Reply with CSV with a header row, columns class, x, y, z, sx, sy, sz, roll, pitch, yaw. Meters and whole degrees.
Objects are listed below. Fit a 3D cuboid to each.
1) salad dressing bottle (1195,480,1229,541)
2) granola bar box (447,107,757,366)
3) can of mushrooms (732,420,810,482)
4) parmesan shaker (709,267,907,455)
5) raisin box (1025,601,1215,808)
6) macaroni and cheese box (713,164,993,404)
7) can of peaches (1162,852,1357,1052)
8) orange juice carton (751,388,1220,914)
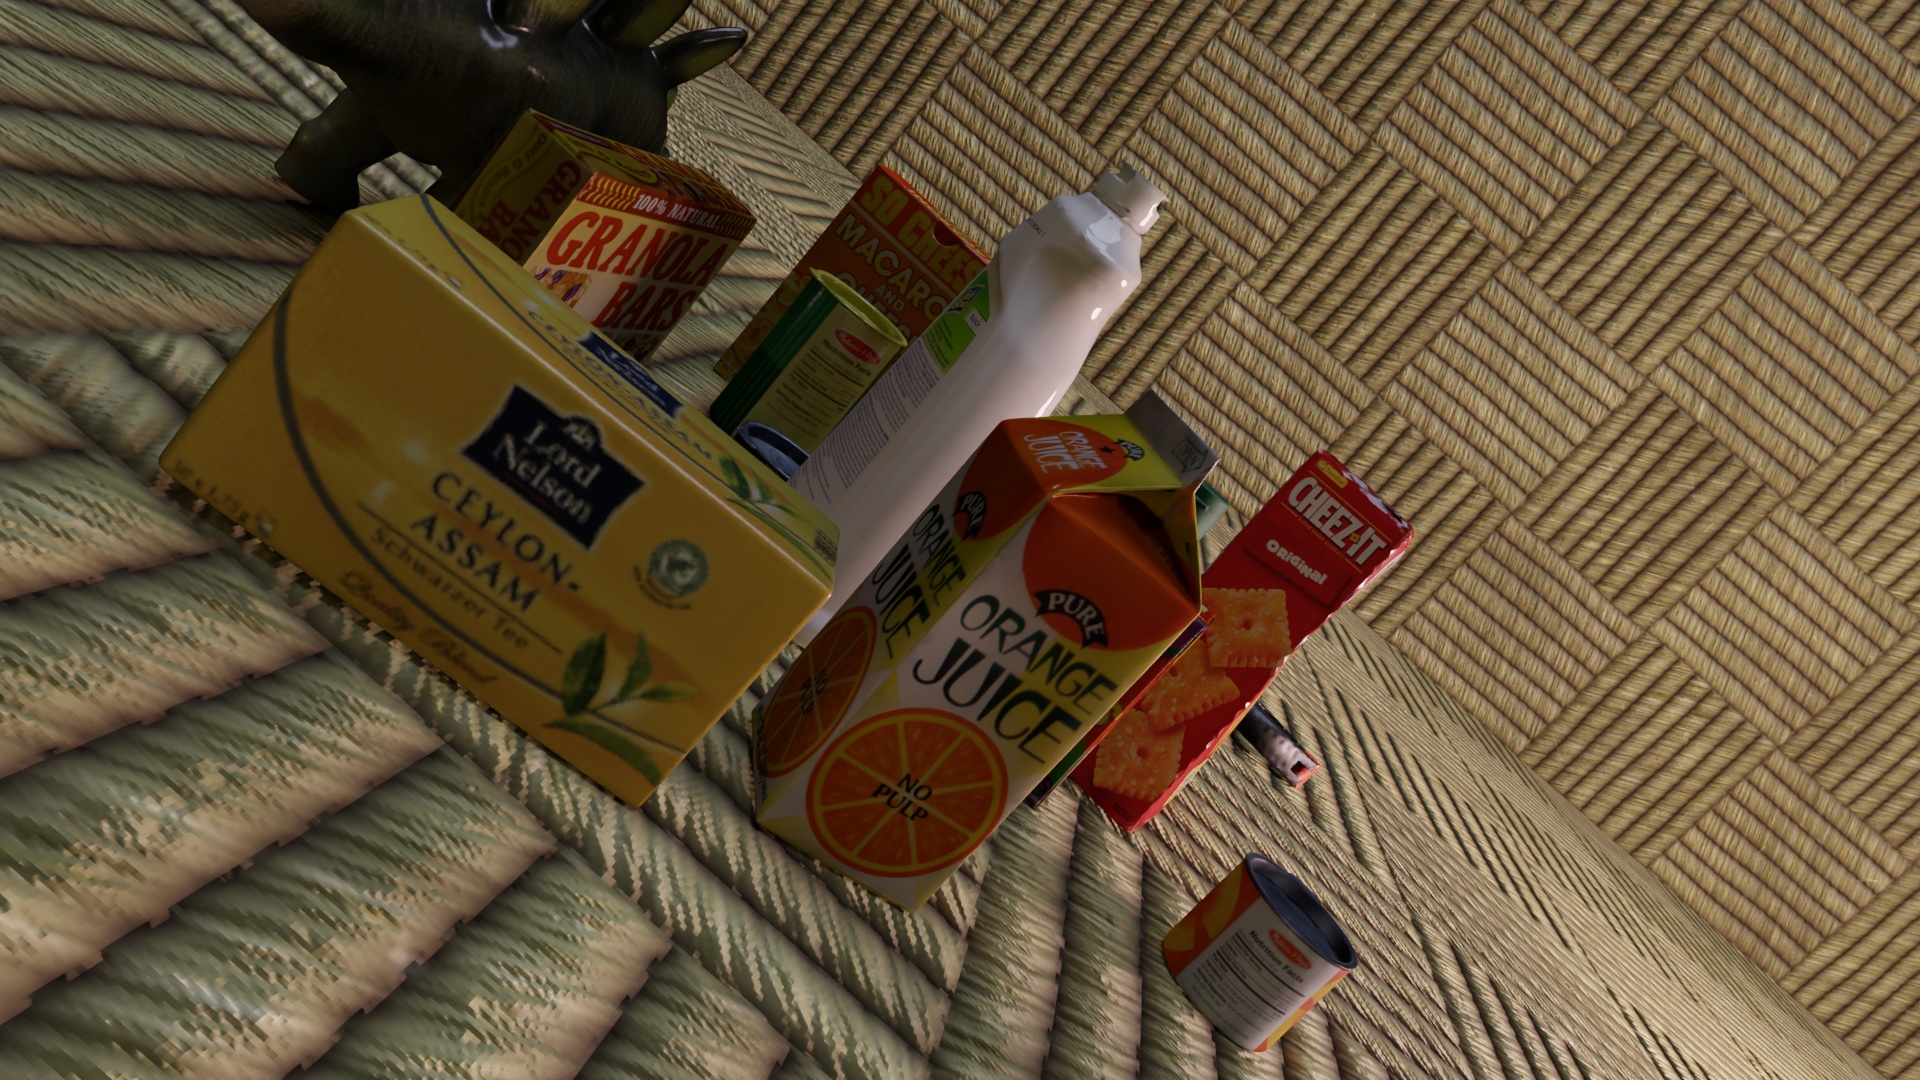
class,x,y,z,sx,sy,sz,roll,pitch,yaw
salad dressing bottle,0.111,0.020,0.895,0.064,0.147,0.044,41,12,0
granola bar box,-0.163,-0.106,0.578,0.039,0.124,0.166,42,13,4
can of mushrooms,-0.097,-0.030,0.718,0.071,0.033,0.071,39,13,-11
parmesan shaker,-0.091,-0.097,0.799,0.071,0.103,0.071,39,13,-11
raisin box,0.049,0.053,0.666,0.086,0.123,0.040,44,13,12
macaroni and cheese box,-0.054,-0.129,0.866,0.124,0.166,0.040,43,13,8
can of peaches,0.134,0.184,0.625,0.071,0.058,0.071,39,13,-11
orange juice carton,0.013,0.029,0.486,0.073,0.192,0.072,36,14,-23
